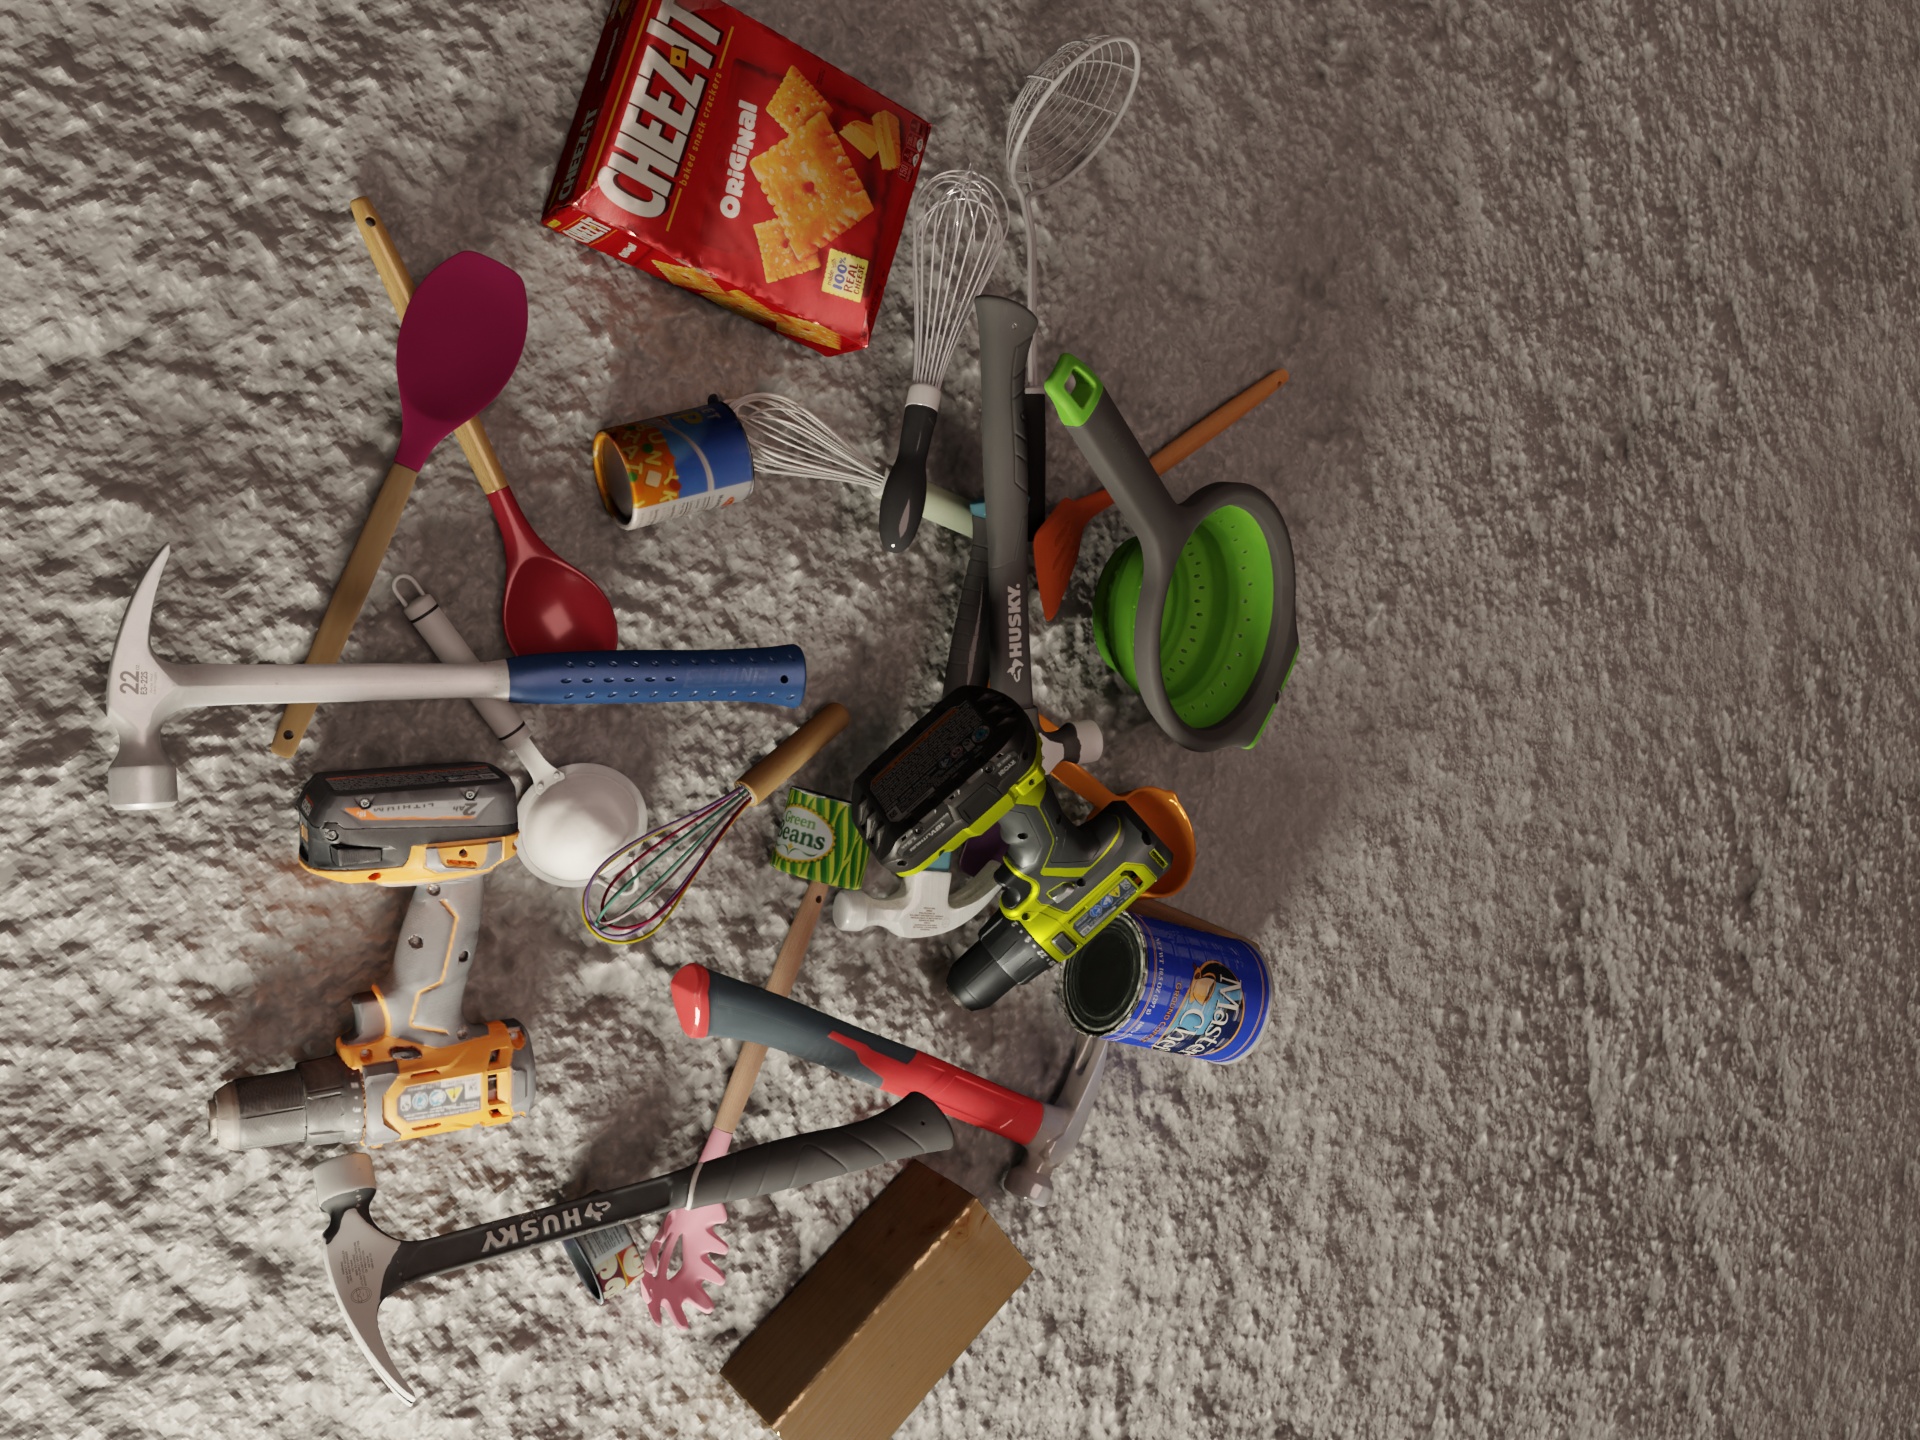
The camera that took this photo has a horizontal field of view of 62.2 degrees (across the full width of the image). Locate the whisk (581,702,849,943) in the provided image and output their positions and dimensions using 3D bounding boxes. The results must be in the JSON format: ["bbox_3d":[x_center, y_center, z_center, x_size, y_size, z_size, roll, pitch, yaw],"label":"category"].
[{"bbox_3d":[-0.156,0.065,1.061,0.245,0.047,0.051,-43,155,-35],"label":"whisk"}]

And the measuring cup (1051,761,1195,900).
[{"bbox_3d":[0.106,0.075,1.236,0.173,0.052,0.095,38,57,-23],"label":"measuring cup"}]

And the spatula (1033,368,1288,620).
[{"bbox_3d":[0.159,-0.196,1.250,0.322,0.041,0.080,-38,137,-25],"label":"spatula"}]

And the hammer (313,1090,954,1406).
[{"bbox_3d":[-0.189,0.309,1.022,0.408,0.036,0.149,-7,64,-27],"label":"hammer"}]

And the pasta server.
[{"bbox_3d":[-0.151,0.261,1.107,0.060,0.040,0.316,28,79,-38],"label":"pasta server"}]

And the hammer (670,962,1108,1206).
[{"bbox_3d":[-0.042,0.237,1.153,0.385,0.038,0.143,31,77,-37],"label":"hammer"}]

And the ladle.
[{"bbox_3d":[-0.296,-0.165,0.974,0.069,0.031,0.315,-29,108,-22],"label":"ladle"}]

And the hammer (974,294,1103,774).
[{"bbox_3d":[0.028,-0.124,1.107,0.146,0.035,0.334,-8,103,-26],"label":"hammer"}]

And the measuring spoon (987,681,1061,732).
[{"bbox_3d":[0.048,-0.004,1.218,0.116,0.011,0.021,29,80,-31],"label":"measuring spoon"}]

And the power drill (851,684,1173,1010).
[{"bbox_3d":[0.026,0.098,1.110,0.190,0.080,0.228,-41,132,2],"label":"power drill"}]

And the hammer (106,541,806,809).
[{"bbox_3d":[-0.283,-0.030,0.952,0.405,0.035,0.144,-2,93,-31],"label":"hammer"}]

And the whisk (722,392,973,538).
[{"bbox_3d":[-0.062,-0.171,1.113,0.246,0.059,0.057,19,122,-36],"label":"whisk"}]

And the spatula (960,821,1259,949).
[{"bbox_3d":[0.130,0.142,1.282,0.315,0.018,0.060,24,83,-31],"label":"spatula"}]

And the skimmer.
[{"bbox_3d":[0.079,-0.302,1.158,0.127,0.090,0.363,-17,109,-62],"label":"skimmer"}]

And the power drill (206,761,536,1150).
[{"bbox_3d":[-0.350,0.146,0.946,0.185,0.084,0.226,-4,102,-30],"label":"power drill"}]

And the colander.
[{"bbox_3d":[0.129,-0.126,1.164,0.396,0.094,0.204,48,64,-45],"label":"colander"}]

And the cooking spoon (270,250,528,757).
[{"bbox_3d":[-0.338,-0.126,0.940,0.068,0.017,0.319,24,88,-23],"label":"cooking spoon"}]

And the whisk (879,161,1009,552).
[{"bbox_3d":[-0.019,-0.252,1.095,0.070,0.070,0.285,17,79,-33],"label":"whisk"}]

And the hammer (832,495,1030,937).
[{"bbox_3d":[-0.002,-0.004,1.153,0.128,0.033,0.331,8,96,-29],"label":"hammer"}]

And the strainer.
[{"bbox_3d":[-0.276,0.017,1.000,0.087,0.050,0.258,-35,110,-9],"label":"strainer"}]
